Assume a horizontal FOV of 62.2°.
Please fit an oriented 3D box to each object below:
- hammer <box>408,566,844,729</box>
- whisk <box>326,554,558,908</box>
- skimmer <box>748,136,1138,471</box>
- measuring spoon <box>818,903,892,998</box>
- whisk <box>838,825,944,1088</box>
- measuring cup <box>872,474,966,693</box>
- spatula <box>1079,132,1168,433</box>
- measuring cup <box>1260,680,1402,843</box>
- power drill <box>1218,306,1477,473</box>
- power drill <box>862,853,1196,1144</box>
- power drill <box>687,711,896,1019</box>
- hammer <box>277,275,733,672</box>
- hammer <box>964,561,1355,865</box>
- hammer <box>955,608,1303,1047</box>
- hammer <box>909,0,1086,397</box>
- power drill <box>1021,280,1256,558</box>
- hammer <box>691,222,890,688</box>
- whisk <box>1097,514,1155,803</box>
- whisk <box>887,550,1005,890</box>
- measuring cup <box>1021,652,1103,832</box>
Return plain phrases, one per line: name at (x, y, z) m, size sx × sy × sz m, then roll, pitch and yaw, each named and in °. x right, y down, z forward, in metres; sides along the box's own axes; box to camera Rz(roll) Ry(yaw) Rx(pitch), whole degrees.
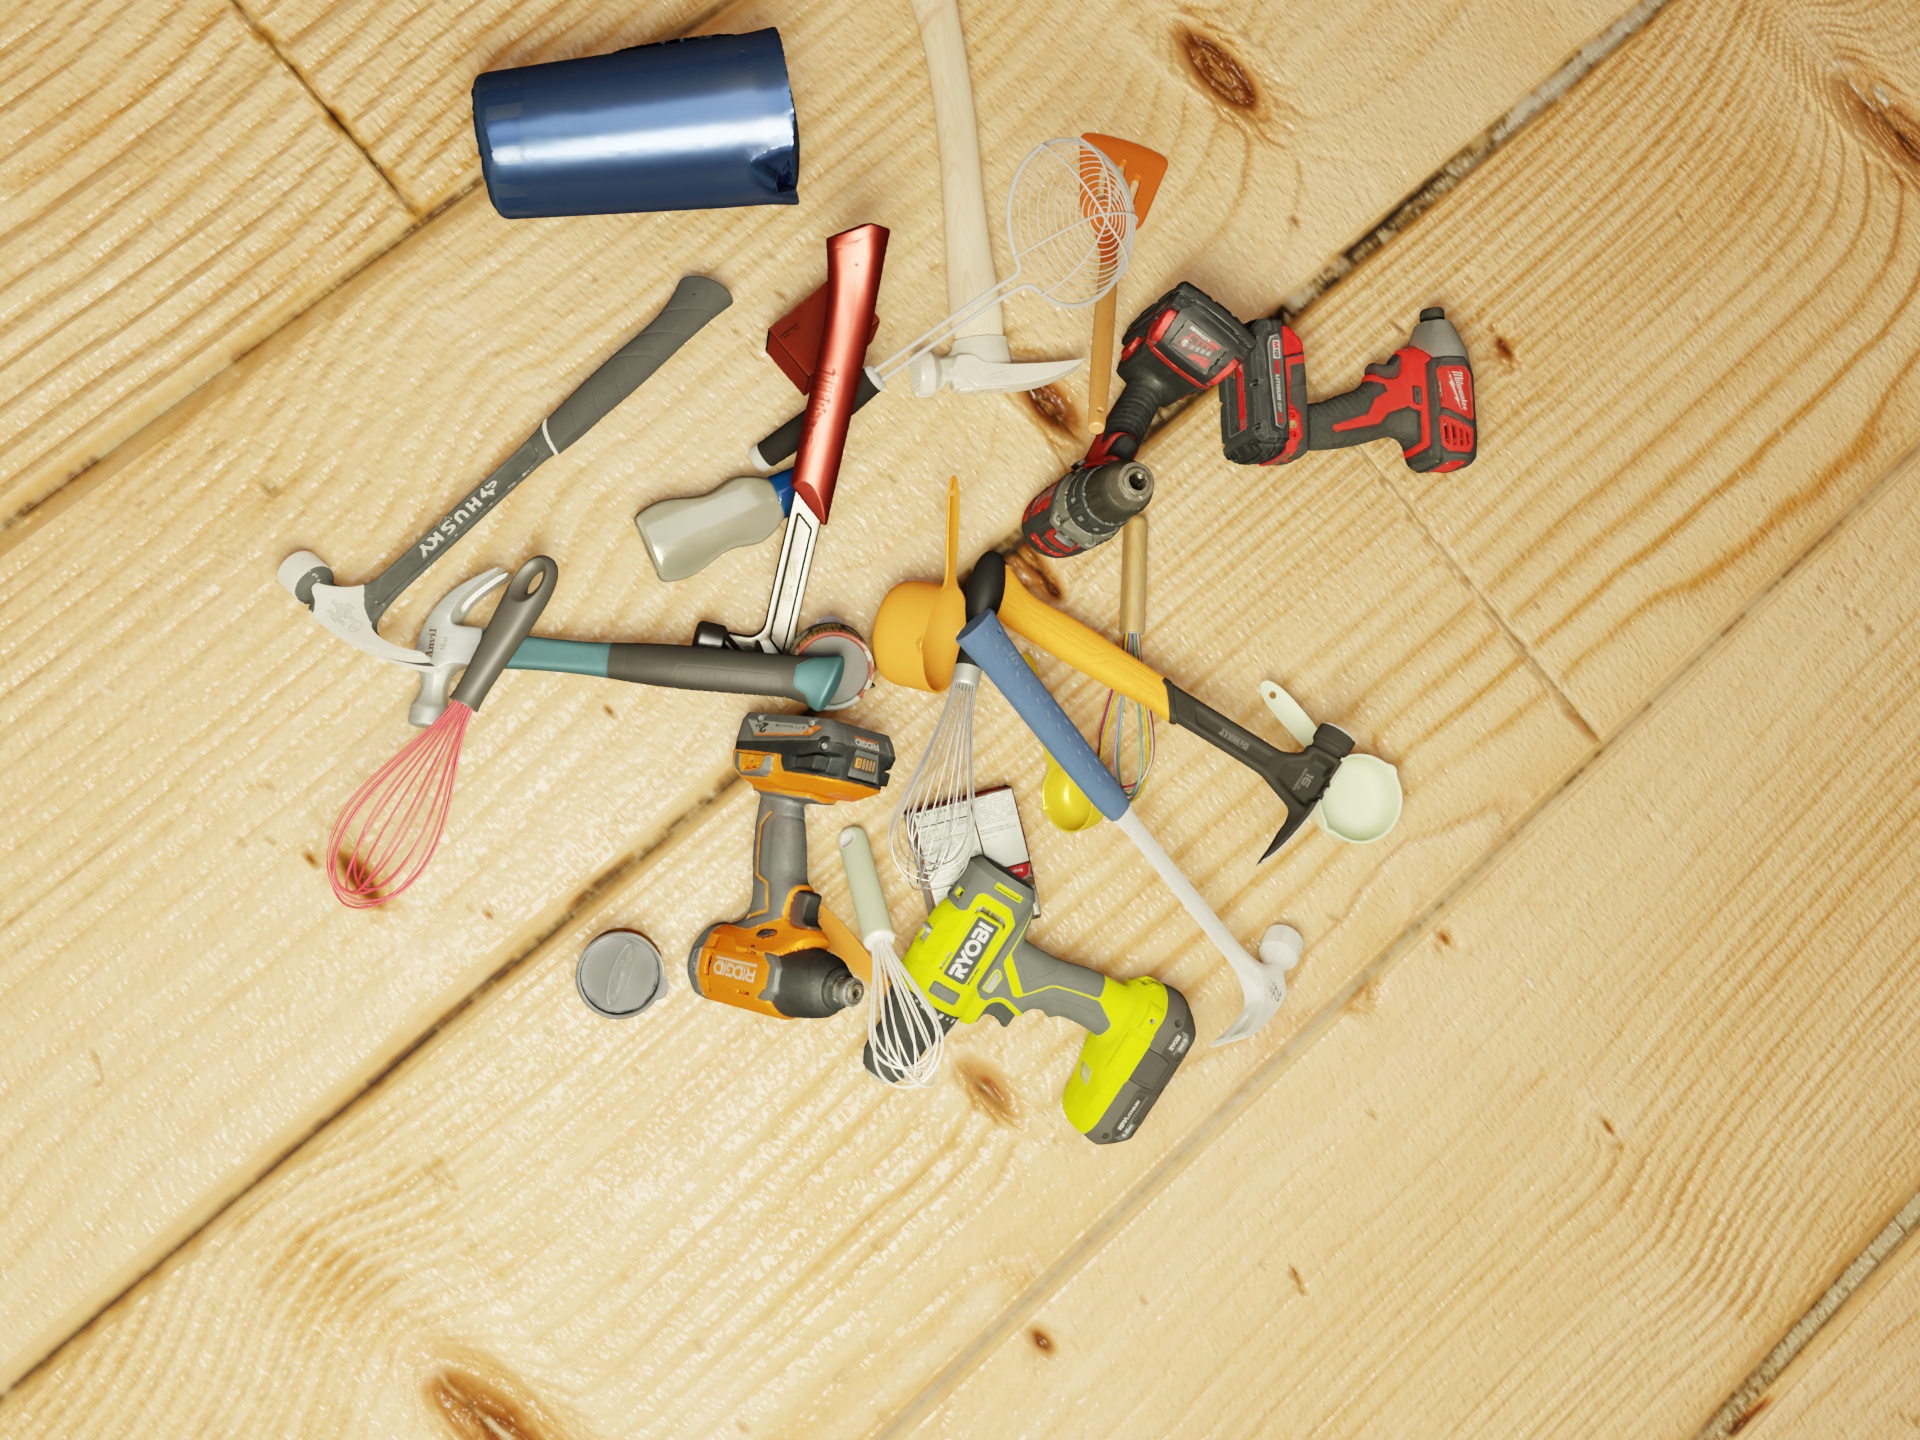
hammer at (-0.254, -0.043, 1.218) m, size 0.331 × 0.033 × 0.128 m, roll 5°, pitch 82°, yaw 5°
whisk at (-0.379, 0.005, 1.178) m, size 0.073 × 0.073 × 0.296 m, roll 29°, pitch 79°, yaw -8°
skimmer at (-0.020, -0.319, 1.268) m, size 0.363 × 0.090 × 0.127 m, roll -32°, pitch 124°, yaw 15°
measuring spoon at (-0.087, 0.189, 1.289) m, size 0.021 × 0.011 × 0.117 m, roll -43°, pitch 91°, yaw -11°
whisk at (-0.059, 0.174, 1.210) m, size 0.058 × 0.247 × 0.059 m, roll -35°, pitch 135°, yaw 16°
measuring cup at (-0.031, -0.110, 1.266) m, size 0.052 × 0.095 × 0.173 m, roll 9°, pitch 101°, yaw 22°
spatula at (0.122, -0.360, 1.302) m, size 0.081 × 0.041 × 0.323 m, roll 14°, pitch 55°, yaw -10°
measuring cup at (0.306, 0.033, 1.359) m, size 0.083 × 0.038 × 0.167 m, roll -41°, pitch 92°, yaw -10°
power drill at (0.338, -0.286, 1.366) m, size 0.219 × 0.078 × 0.143 m, roll -2°, pitch 87°, yaw -14°
power drill at (0.051, 0.239, 1.259) m, size 0.228 × 0.080 × 0.190 m, roll 32°, pitch 92°, yaw -14°
power drill at (-0.120, 0.114, 1.212) m, size 0.084 × 0.164 × 0.226 m, roll 18°, pitch 80°, yaw -47°
hammer at (-0.329, -0.205, 1.236) m, size 0.149 × 0.036 × 0.409 m, roll 39°, pitch 75°, yaw 19°
hammer at (0.144, -0.022, 1.288) m, size 0.337 × 0.034 × 0.127 m, roll 33°, pitch 80°, yaw 9°
hammer at (0.132, 0.083, 1.256) m, size 0.405 × 0.035 × 0.144 m, roll 51°, pitch 42°, yaw -13°
hammer at (0.007, -0.478, 1.333) m, size 0.146 × 0.038 × 0.411 m, roll -7°, pitch 88°, yaw -13°
power drill at (0.144, -0.235, 1.271) m, size 0.080 × 0.188 × 0.227 m, roll 35°, pitch 77°, yaw -12°
hammer at (-0.101, -0.202, 1.238) m, size 0.149 × 0.037 × 0.359 m, roll 11°, pitch 103°, yaw -14°
whisk at (0.141, -0.052, 1.330) m, size 0.047 × 0.051 × 0.245 m, roll 3°, pitch 83°, yaw -5°
whisk at (-0.003, -0.004, 1.246) m, size 0.070 × 0.070 × 0.285 m, roll 15°, pitch 72°, yaw -10°
measuring cup at (0.083, 0.016, 1.318) m, size 0.029 × 0.062 × 0.157 m, roll -5°, pitch 73°, yaw -41°
